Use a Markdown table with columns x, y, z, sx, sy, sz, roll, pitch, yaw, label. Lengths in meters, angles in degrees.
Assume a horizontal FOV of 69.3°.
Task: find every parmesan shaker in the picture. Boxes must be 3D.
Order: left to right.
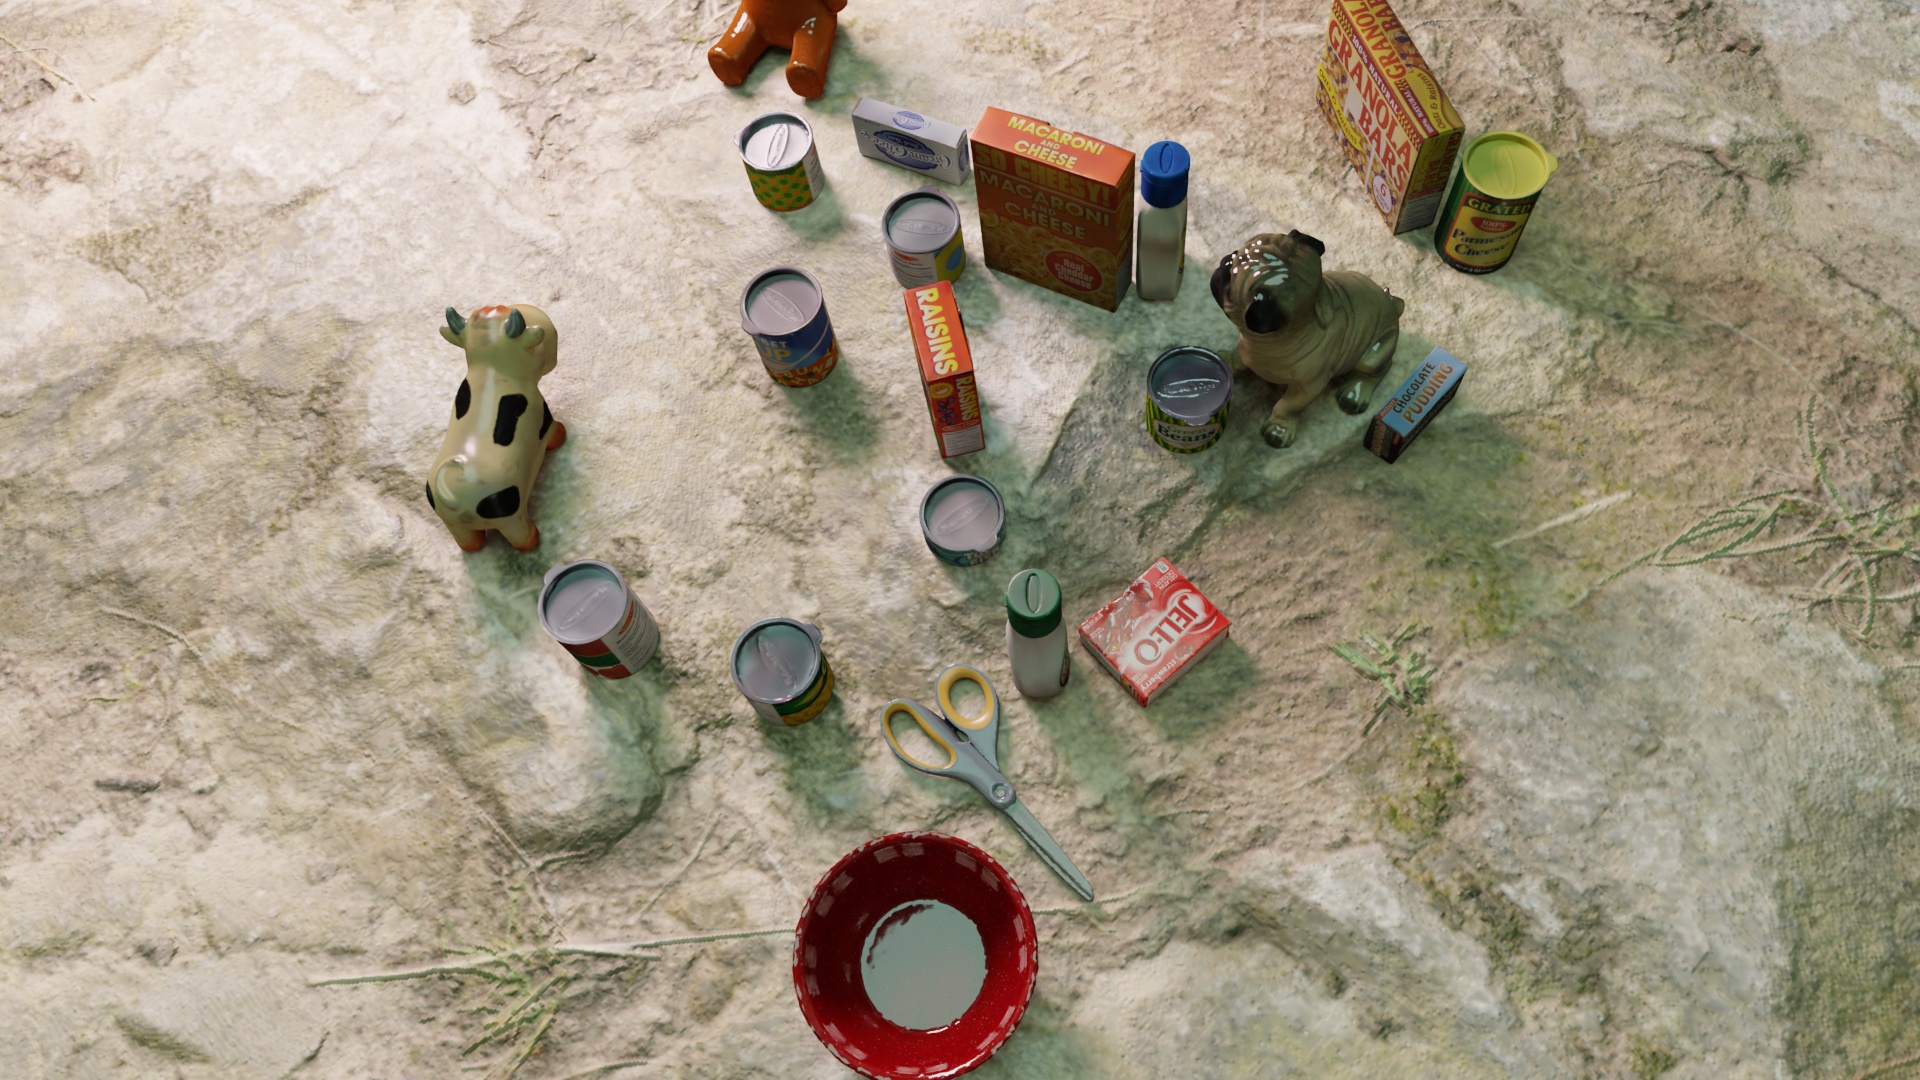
| x | y | z | sx | sy | sz | roll | pitch | yaw | label |
| --- | --- | --- | --- | --- | --- | --- | --- | --- | --- |
| 0.427 | -0.268 | 1.112 | 0.071 | 0.102 | 0.071 | -2 | 65 | 5 | parmesan shaker |

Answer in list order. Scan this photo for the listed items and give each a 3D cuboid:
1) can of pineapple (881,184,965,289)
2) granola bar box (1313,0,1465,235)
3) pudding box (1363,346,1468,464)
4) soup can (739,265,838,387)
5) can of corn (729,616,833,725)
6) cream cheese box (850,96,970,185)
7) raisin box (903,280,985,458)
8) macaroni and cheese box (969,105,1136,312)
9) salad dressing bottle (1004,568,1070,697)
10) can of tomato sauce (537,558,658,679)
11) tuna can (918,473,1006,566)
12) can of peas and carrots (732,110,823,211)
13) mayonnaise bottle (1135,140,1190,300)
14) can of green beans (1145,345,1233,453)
| x | y | z | sx | sy | sz | roll | pitch | yaw | label |
| --- | --- | --- | --- | --- | --- | --- | --- | --- | --- |
| -0.029 | -0.254 | 1.173 | 0.071 | 0.057 | 0.071 | -2 | 65 | 4 | can of pineapple |
| 0.350 | -0.355 | 1.148 | 0.039 | 0.123 | 0.166 | -18 | 65 | -3 | granola bar box |
| 0.351 | -0.105 | 1.073 | 0.030 | 0.049 | 0.084 | 40 | 75 | 20 | pudding box |
| -0.140 | -0.171 | 1.131 | 0.071 | 0.083 | 0.071 | -2 | 65 | 5 | soup can |
| -0.128 | 0.096 | 1.020 | 0.071 | 0.058 | 0.071 | -2 | 65 | 4 | can of corn |
| -0.043 | -0.351 | 1.222 | 0.104 | 0.053 | 0.024 | 22 | 69 | 14 | cream cheese box |
| -0.011 | -0.131 | 1.078 | 0.040 | 0.123 | 0.086 | -13 | 65 | -1 | raisin box |
| 0.075 | -0.262 | 1.107 | 0.124 | 0.165 | 0.040 | 23 | 70 | 15 | macaroni and cheese box |
| 0.053 | 0.065 | 0.968 | 0.044 | 0.147 | 0.064 | -2 | 66 | 5 | salad dressing bottle |
| -0.270 | 0.059 | 1.036 | 0.071 | 0.082 | 0.071 | -2 | 65 | 5 | can of tomato sauce |
| 0.004 | -0.013 | 1.072 | 0.071 | 0.032 | 0.071 | -2 | 65 | 4 | tuna can |
| -0.159 | -0.333 | 1.221 | 0.071 | 0.058 | 0.071 | -2 | 65 | 4 | can of peas and carrots |
| 0.161 | -0.256 | 1.106 | 0.041 | 0.147 | 0.065 | 5 | 66 | 8 | mayonnaise bottle |
| 0.178 | -0.109 | 1.087 | 0.071 | 0.057 | 0.071 | -2 | 65 | 4 | can of green beans |
